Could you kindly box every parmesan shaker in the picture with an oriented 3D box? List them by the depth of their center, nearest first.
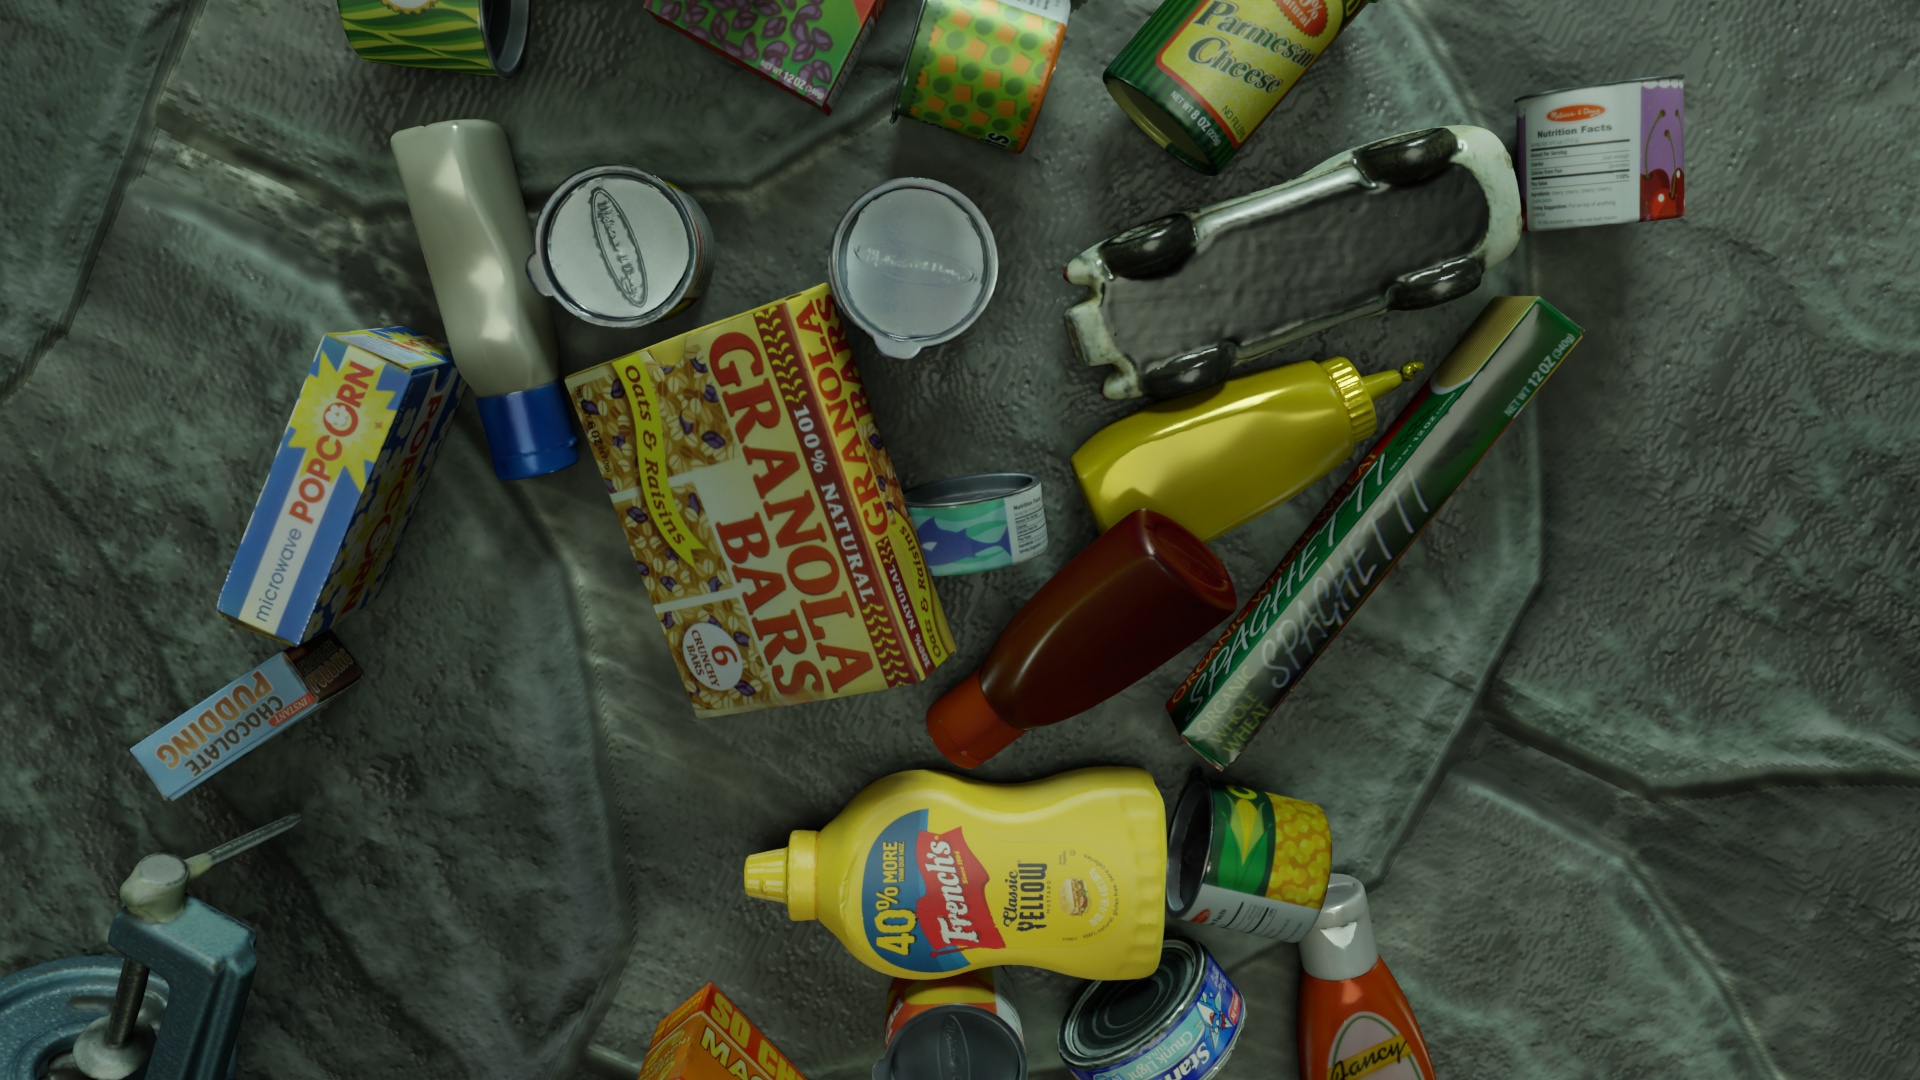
[{"bbox_3d":[0.119,-0.211,0.581,0.071,0.071,0.103,40,97,-8],"label":"parmesan shaker"}]

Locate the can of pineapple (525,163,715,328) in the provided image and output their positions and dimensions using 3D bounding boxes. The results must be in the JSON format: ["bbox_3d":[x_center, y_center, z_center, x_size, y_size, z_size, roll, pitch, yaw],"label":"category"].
[{"bbox_3d":[-0.142,-0.124,0.589,0.071,0.058,0.071,0,100,-2],"label":"can of pineapple"}]

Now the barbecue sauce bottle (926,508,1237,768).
[{"bbox_3d":[0.046,0.049,0.611,0.065,0.044,0.148,31,123,-32],"label":"barbecue sauce bottle"}]

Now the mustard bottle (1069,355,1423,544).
[{"bbox_3d":[0.131,-0.044,0.619,0.160,0.049,0.065,-23,109,1],"label":"mustard bottle"}]

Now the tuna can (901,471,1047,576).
[{"bbox_3d":[0.002,-0.008,0.612,0.071,0.071,0.032,-8,101,-1],"label":"tuna can"}]

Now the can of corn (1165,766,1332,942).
[{"bbox_3d":[0.133,0.146,0.646,0.058,0.071,0.071,14,100,-5],"label":"can of corn"}]

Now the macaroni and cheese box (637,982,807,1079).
[{"bbox_3d":[-0.096,0.287,0.609,0.040,0.167,0.123,-40,99,6],"label":"macaroni and cheese box"}]

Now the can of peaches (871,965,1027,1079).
[{"bbox_3d":[-0.006,0.236,0.659,0.071,0.058,0.071,0,101,-2],"label":"can of peaches"}]

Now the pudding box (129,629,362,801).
[{"bbox_3d":[-0.318,0.077,0.622,0.083,0.050,0.030,-32,99,4],"label":"pudding box"}]

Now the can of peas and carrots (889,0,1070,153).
[{"bbox_3d":[0.008,-0.199,0.579,0.059,0.071,0.071,17,99,-6],"label":"can of peas and carrots"}]

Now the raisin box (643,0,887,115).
[{"bbox_3d":[-0.065,-0.255,0.579,0.086,0.040,0.123,27,99,-6],"label":"raisin box"}]

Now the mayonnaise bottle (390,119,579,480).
[{"bbox_3d":[-0.198,-0.101,0.591,0.041,0.065,0.147,-10,104,3],"label":"mayonnaise bottle"}]

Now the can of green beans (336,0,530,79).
[{"bbox_3d":[-0.213,-0.225,0.564,0.058,0.071,0.071,6,100,-3],"label":"can of green beans"}]

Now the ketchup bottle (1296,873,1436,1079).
[{"bbox_3d":[0.192,0.237,0.674,0.065,0.043,0.148,-15,100,1],"label":"ketchup bottle"}]

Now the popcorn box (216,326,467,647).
[{"bbox_3d":[-0.257,-0.026,0.588,0.038,0.085,0.126,25,99,-6],"label":"popcorn box"}]

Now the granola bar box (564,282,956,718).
[{"bbox_3d":[-0.086,-0.011,0.594,0.124,0.039,0.165,-13,102,30],"label":"granola bar box"}]

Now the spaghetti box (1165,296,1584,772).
[{"bbox_3d":[0.181,-0.004,0.628,0.028,0.050,0.249,37,97,-6],"label":"spaghetti box"}]

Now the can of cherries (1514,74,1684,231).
[{"bbox_3d":[0.276,-0.165,0.596,0.071,0.071,0.058,-7,101,-1],"label":"can of cherries"}]

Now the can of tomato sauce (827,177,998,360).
[{"bbox_3d":[-0.020,-0.114,0.583,0.071,0.083,0.071,0,101,-2],"label":"can of tomato sauce"}]
